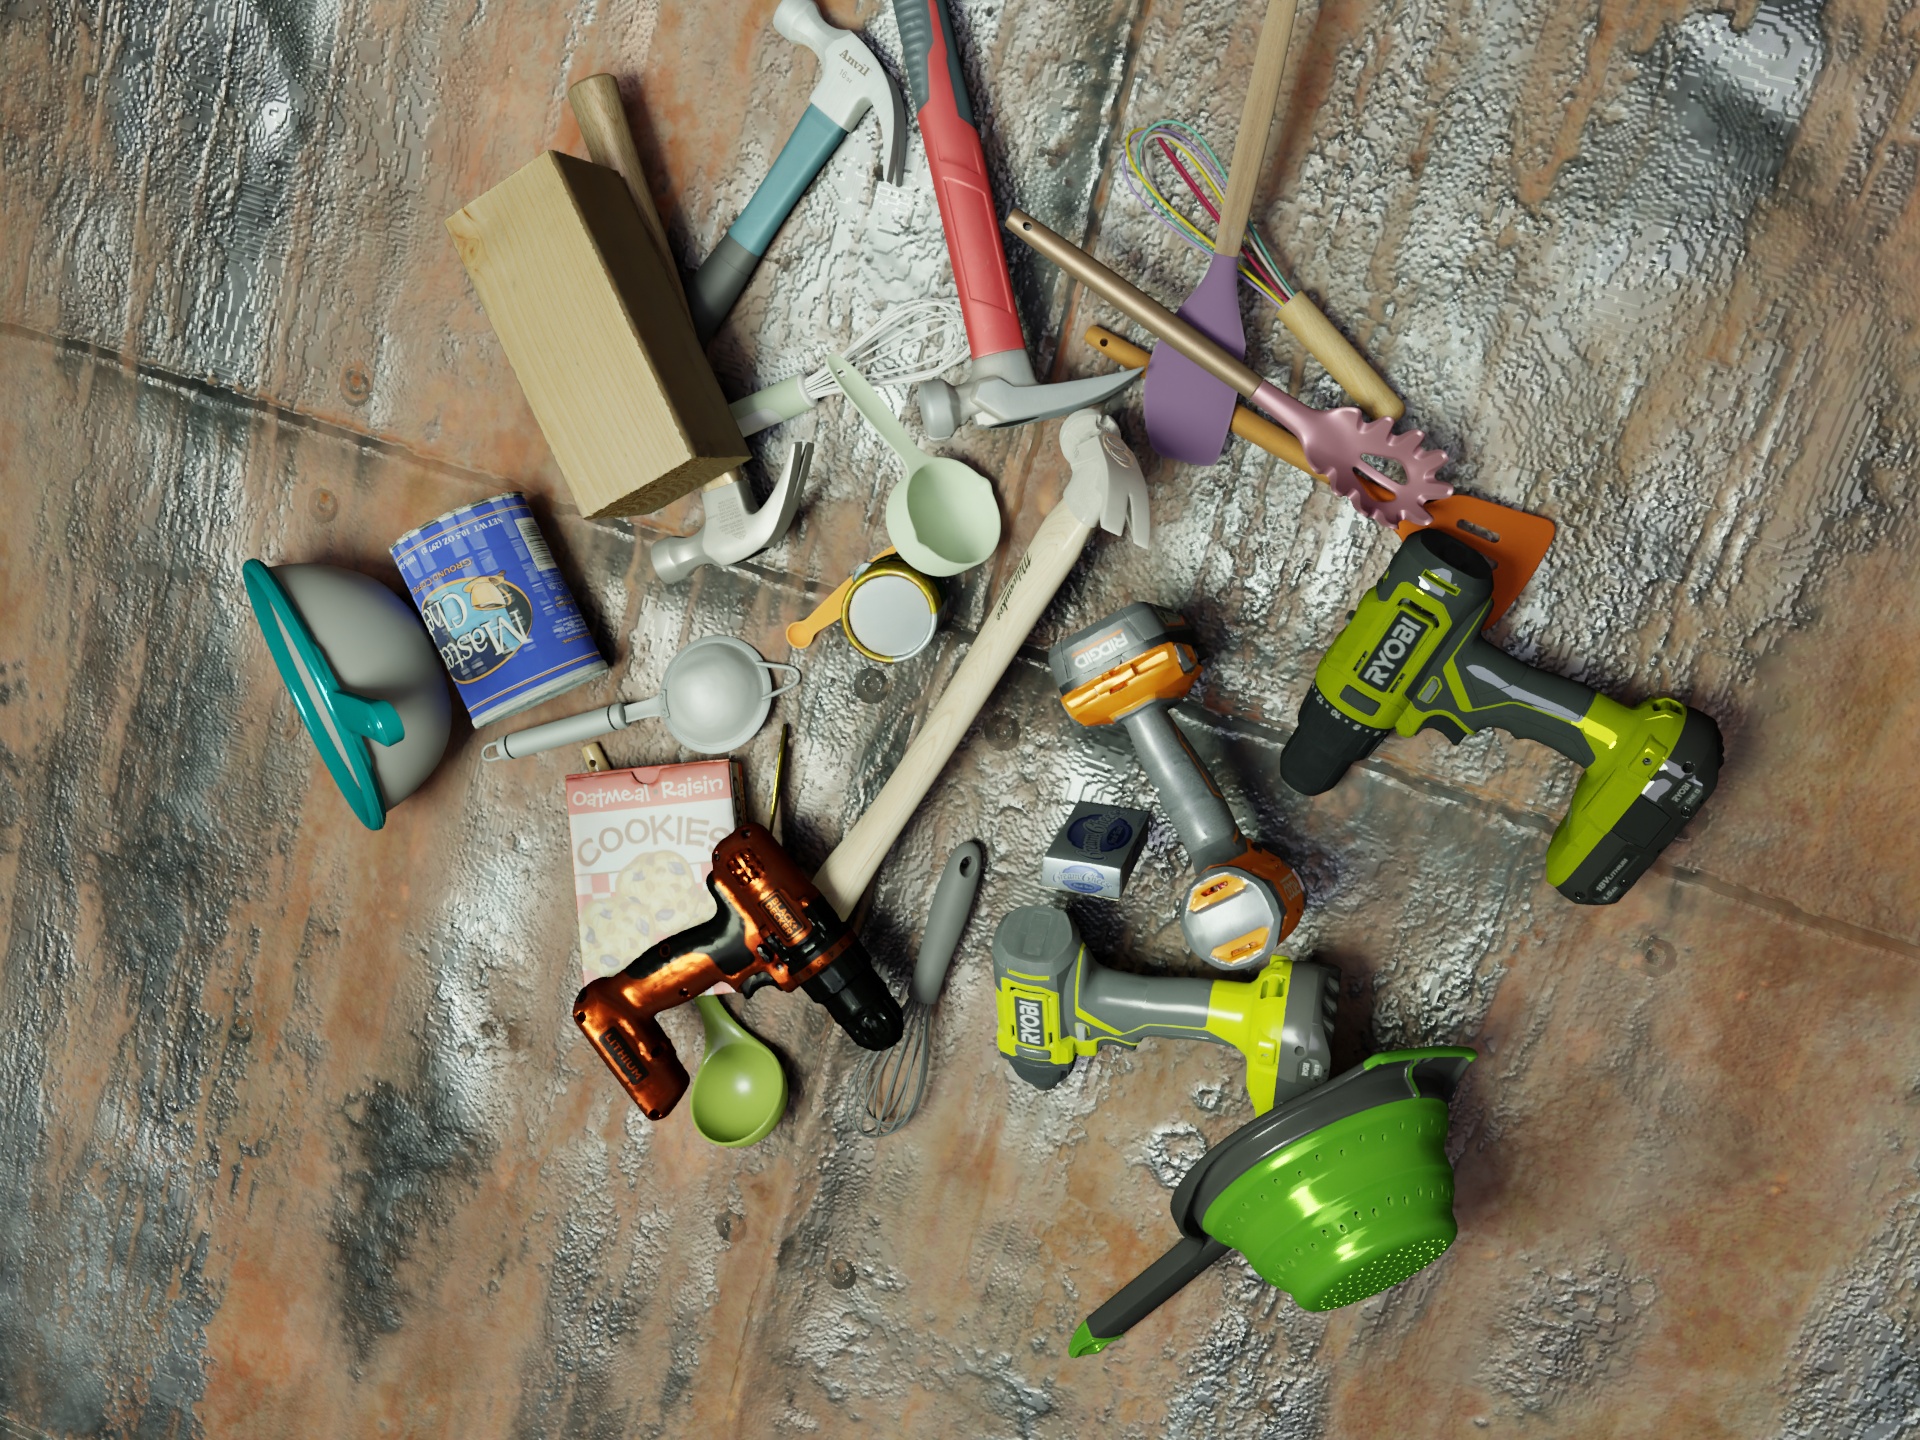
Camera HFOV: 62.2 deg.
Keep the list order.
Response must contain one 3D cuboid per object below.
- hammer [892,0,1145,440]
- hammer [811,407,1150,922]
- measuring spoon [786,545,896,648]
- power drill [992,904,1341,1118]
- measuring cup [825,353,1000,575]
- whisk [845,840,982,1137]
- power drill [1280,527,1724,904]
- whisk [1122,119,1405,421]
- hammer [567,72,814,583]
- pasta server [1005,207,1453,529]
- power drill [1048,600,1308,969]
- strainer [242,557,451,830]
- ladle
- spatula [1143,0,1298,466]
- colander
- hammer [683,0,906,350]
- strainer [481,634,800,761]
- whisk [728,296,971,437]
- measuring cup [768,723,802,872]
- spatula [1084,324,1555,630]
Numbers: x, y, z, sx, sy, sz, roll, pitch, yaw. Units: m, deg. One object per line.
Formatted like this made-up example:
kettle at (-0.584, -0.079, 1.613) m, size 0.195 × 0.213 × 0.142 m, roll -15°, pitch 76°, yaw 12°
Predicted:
hammer at (0.007, -0.379, 1.003) m, size 0.143 × 0.038 × 0.386 m, roll -13°, pitch 90°, yaw -5°
hammer at (-0.002, -0.003, 1.042) m, size 0.038 × 0.146 × 0.410 m, roll 22°, pitch 119°, yaw -19°
measuring spoon at (-0.076, -0.090, 1.118) m, size 0.117 × 0.011 × 0.021 m, roll -37°, pitch 98°, yaw 15°
power drill at (0.135, 0.210, 1.070) m, size 0.223 × 0.080 × 0.171 m, roll 8°, pitch 136°, yaw 14°
measuring cup at (-0.042, -0.168, 1.052) m, size 0.167 × 0.083 × 0.038 m, roll 51°, pitch 143°, yaw -8°
whisk at (-0.030, 0.196, 1.146) m, size 0.055 × 0.055 × 0.239 m, roll 20°, pitch 101°, yaw 10°
power drill at (0.327, 0.013, 0.991) m, size 0.228 × 0.080 × 0.190 m, roll 32°, pitch 122°, yaw 8°
whisk at (0.193, -0.280, 0.994) m, size 0.245 × 0.047 × 0.051 m, roll 47°, pitch 116°, yaw -3°
hammer at (-0.192, -0.267, 1.065) m, size 0.130 × 0.031 × 0.331 m, roll -16°, pitch 95°, yaw 20°
pasta server at (0.159, -0.219, 0.968) m, size 0.316 × 0.040 × 0.060 m, roll 35°, pitch 95°, yaw 1°
power drill at (0.150, 0.042, 1.021) m, size 0.084 × 0.164 × 0.226 m, roll -28°, pitch 81°, yaw 18°
strainer at (-0.397, -0.027, 1.098) m, size 0.340 × 0.095 × 0.211 m, roll 10°, pitch 122°, yaw 58°
ladle at (-0.215, 0.165, 1.182) m, size 0.078 × 0.062 × 0.320 m, roll -24°, pitch 92°, yaw 12°
spatula at (0.164, -0.307, 0.957) m, size 0.060 × 0.018 × 0.315 m, roll 17°, pitch 117°, yaw 12°
colander at (0.202, 0.361, 1.050) m, size 0.397 × 0.204 × 0.095 m, roll -53°, pitch 47°, yaw 33°
hammer at (-0.156, -0.313, 1.080) m, size 0.128 × 0.033 × 0.331 m, roll 41°, pitch 108°, yaw 5°
strainer at (-0.242, -0.004, 1.157) m, size 0.258 × 0.050 × 0.087 m, roll -15°, pitch 78°, yaw 18°
whisk at (-0.097, -0.226, 1.077) m, size 0.246 × 0.057 × 0.059 m, roll -19°, pitch 60°, yaw 22°
measuring cup at (-0.124, 0.081, 1.150) m, size 0.029 × 0.062 × 0.156 m, roll 6°, pitch 91°, yaw -8°
spatula at (0.219, -0.169, 1.018) m, size 0.323 × 0.041 × 0.081 m, roll 33°, pitch 108°, yaw 11°
